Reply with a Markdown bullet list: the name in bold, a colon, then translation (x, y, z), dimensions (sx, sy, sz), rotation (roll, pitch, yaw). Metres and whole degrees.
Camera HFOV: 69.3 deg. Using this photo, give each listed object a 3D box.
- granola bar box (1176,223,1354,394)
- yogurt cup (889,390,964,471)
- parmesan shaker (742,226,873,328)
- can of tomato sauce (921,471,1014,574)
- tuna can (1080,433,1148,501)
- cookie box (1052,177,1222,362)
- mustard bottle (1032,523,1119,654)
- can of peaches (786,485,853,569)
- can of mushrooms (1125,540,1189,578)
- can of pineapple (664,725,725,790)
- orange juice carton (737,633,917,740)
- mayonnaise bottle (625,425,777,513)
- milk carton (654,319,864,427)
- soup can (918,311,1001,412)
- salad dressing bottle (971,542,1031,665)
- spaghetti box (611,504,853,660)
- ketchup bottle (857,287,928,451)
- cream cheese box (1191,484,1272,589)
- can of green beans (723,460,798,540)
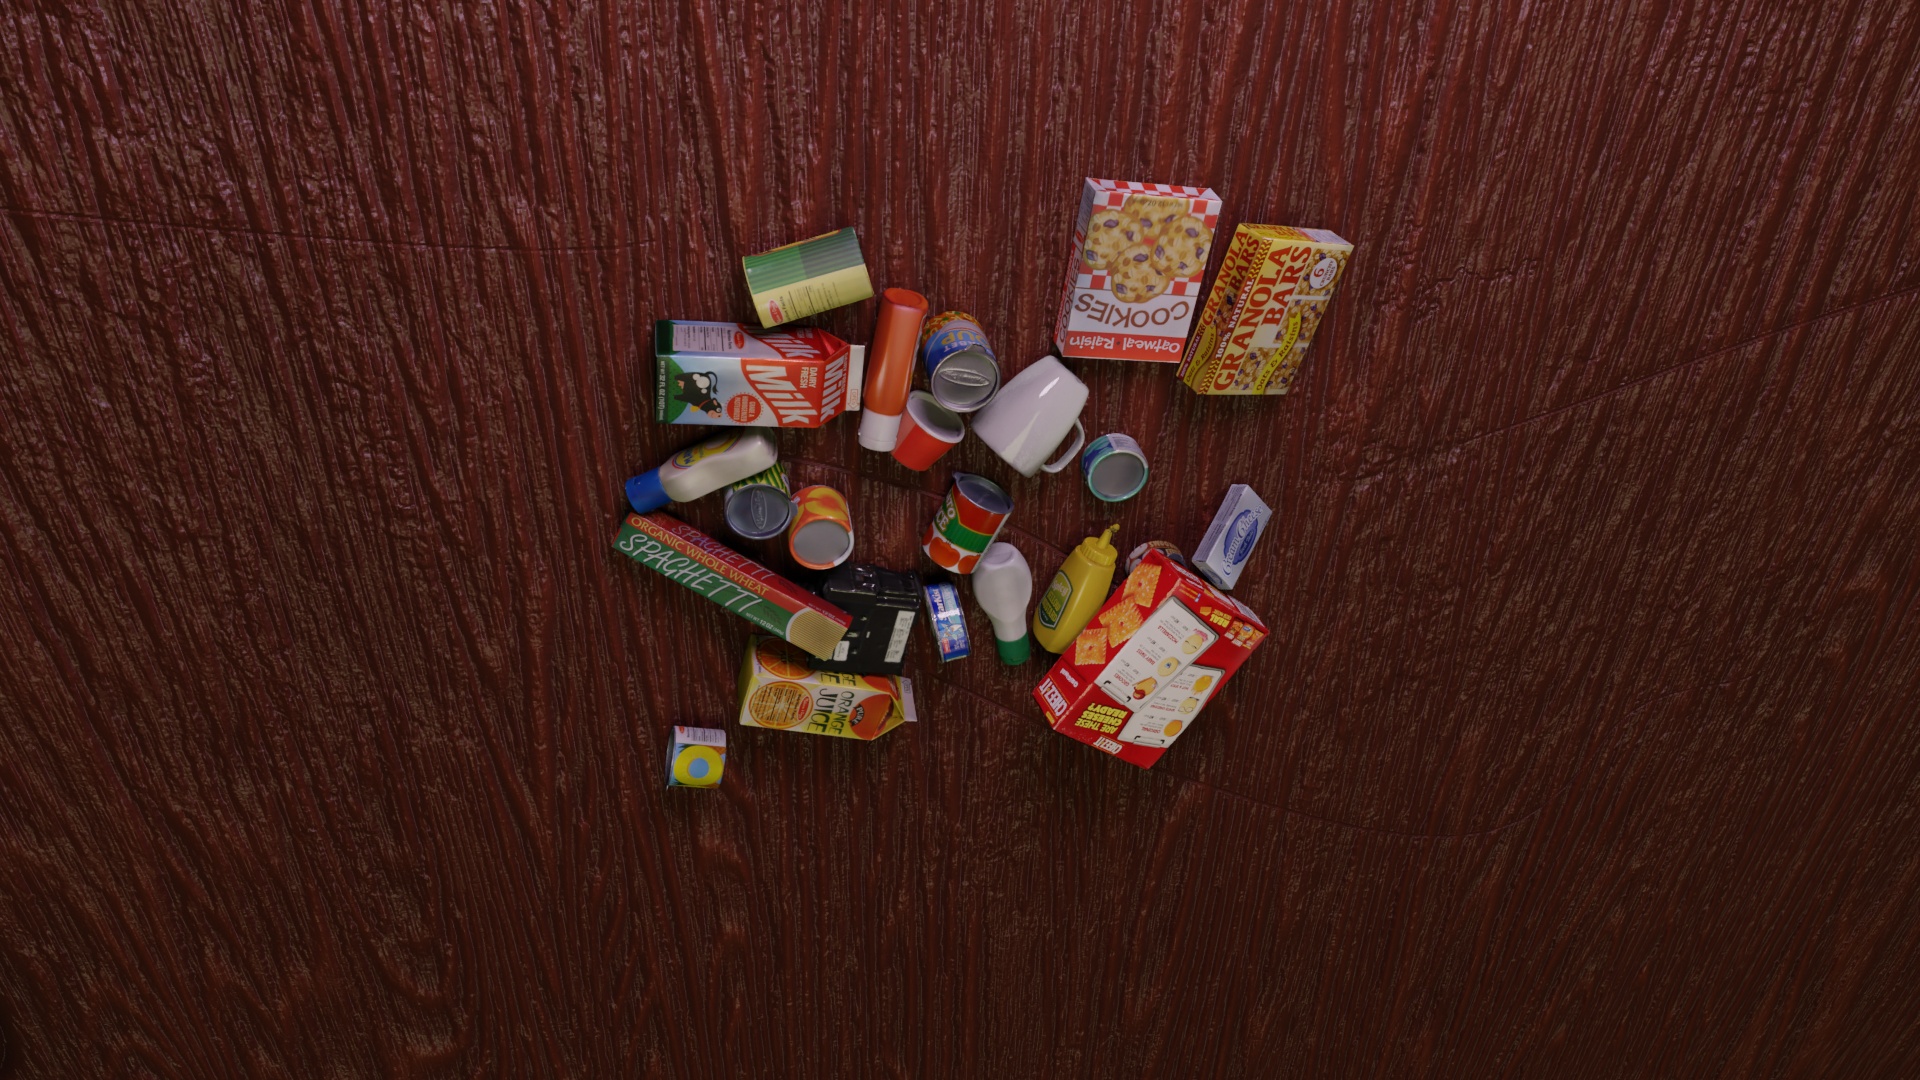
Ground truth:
- **granola bar box**: translation (0.292, -0.221, 1.339), dimensions (0.124, 0.039, 0.164), rotation (-4, 128, -34)
- **yogurt cup**: translation (-0.038, -0.105, 1.358), dimensions (0.072, 0.073, 0.053), rotation (25, 125, -26)
- **parmesan shaker**: translation (-0.135, -0.235, 1.245), dimensions (0.103, 0.071, 0.071), rotation (-17, 127, -1)
- **can of tomato sauce**: translation (0.005, -0.018, 1.426), dimensions (0.071, 0.071, 0.082), rotation (18, 120, -23)
- **tuna can**: translation (0.158, -0.073, 1.440), dimensions (0.071, 0.033, 0.070), rotation (-6, 125, -8)
- **cookie box**: translation (0.164, -0.252, 1.311), dimensions (0.123, 0.040, 0.166), rotation (1, 123, -13)
- **mustard bottle**: translation (0.131, 0.046, 1.502), dimensions (0.049, 0.065, 0.159), rotation (11, 117, -29)
- **can of peaches**: translation (-0.145, -0.013, 1.402), dimensions (0.071, 0.058, 0.071), rotation (-6, 126, -8)
- **can of mushrooms**: translation (0.217, 0.033, 1.528), dimensions (0.071, 0.033, 0.070), rotation (-5, 126, -7)
- **can of pineapple**: translation (-0.295, 0.243, 1.545), dimensions (0.058, 0.071, 0.070), rotation (7, 123, -17)
- **orange juice carton**: translation (-0.142, 0.163, 1.519), dimensions (0.193, 0.072, 0.072), rotation (9, 123, -18)
- **mayonnaise bottle**: translation (-0.250, -0.070, 1.339), dimensions (0.148, 0.065, 0.041), rotation (-22, 123, 9)
- **milk carton**: translation (-0.186, -0.153, 1.285), dimensions (0.191, 0.074, 0.072), rotation (0, 125, -12)
- **soup can**: translation (-0.001, -0.171, 1.305), dimensions (0.071, 0.084, 0.071), rotation (-6, 126, -8)
- **salad dressing bottle**: translation (0.050, 0.072, 1.514), dimensions (0.064, 0.044, 0.147), rotation (-13, 127, -3)
- **spaghetti box**: translation (-0.230, 0.041, 1.400), dimensions (0.250, 0.029, 0.050), rotation (29, 116, -10)
- **ketchup bottle**: translation (-0.066, -0.158, 1.301), dimensions (0.043, 0.065, 0.148), rotation (9, 114, -11)
- **cream cheese box**: translation (0.291, -0.004, 1.488), dimensions (0.053, 0.024, 0.104), rotation (42, 69, -30)
- **can of green beans**: translation (-0.200, -0.043, 1.369), dimensions (0.071, 0.058, 0.071), rotation (-6, 126, -8)
